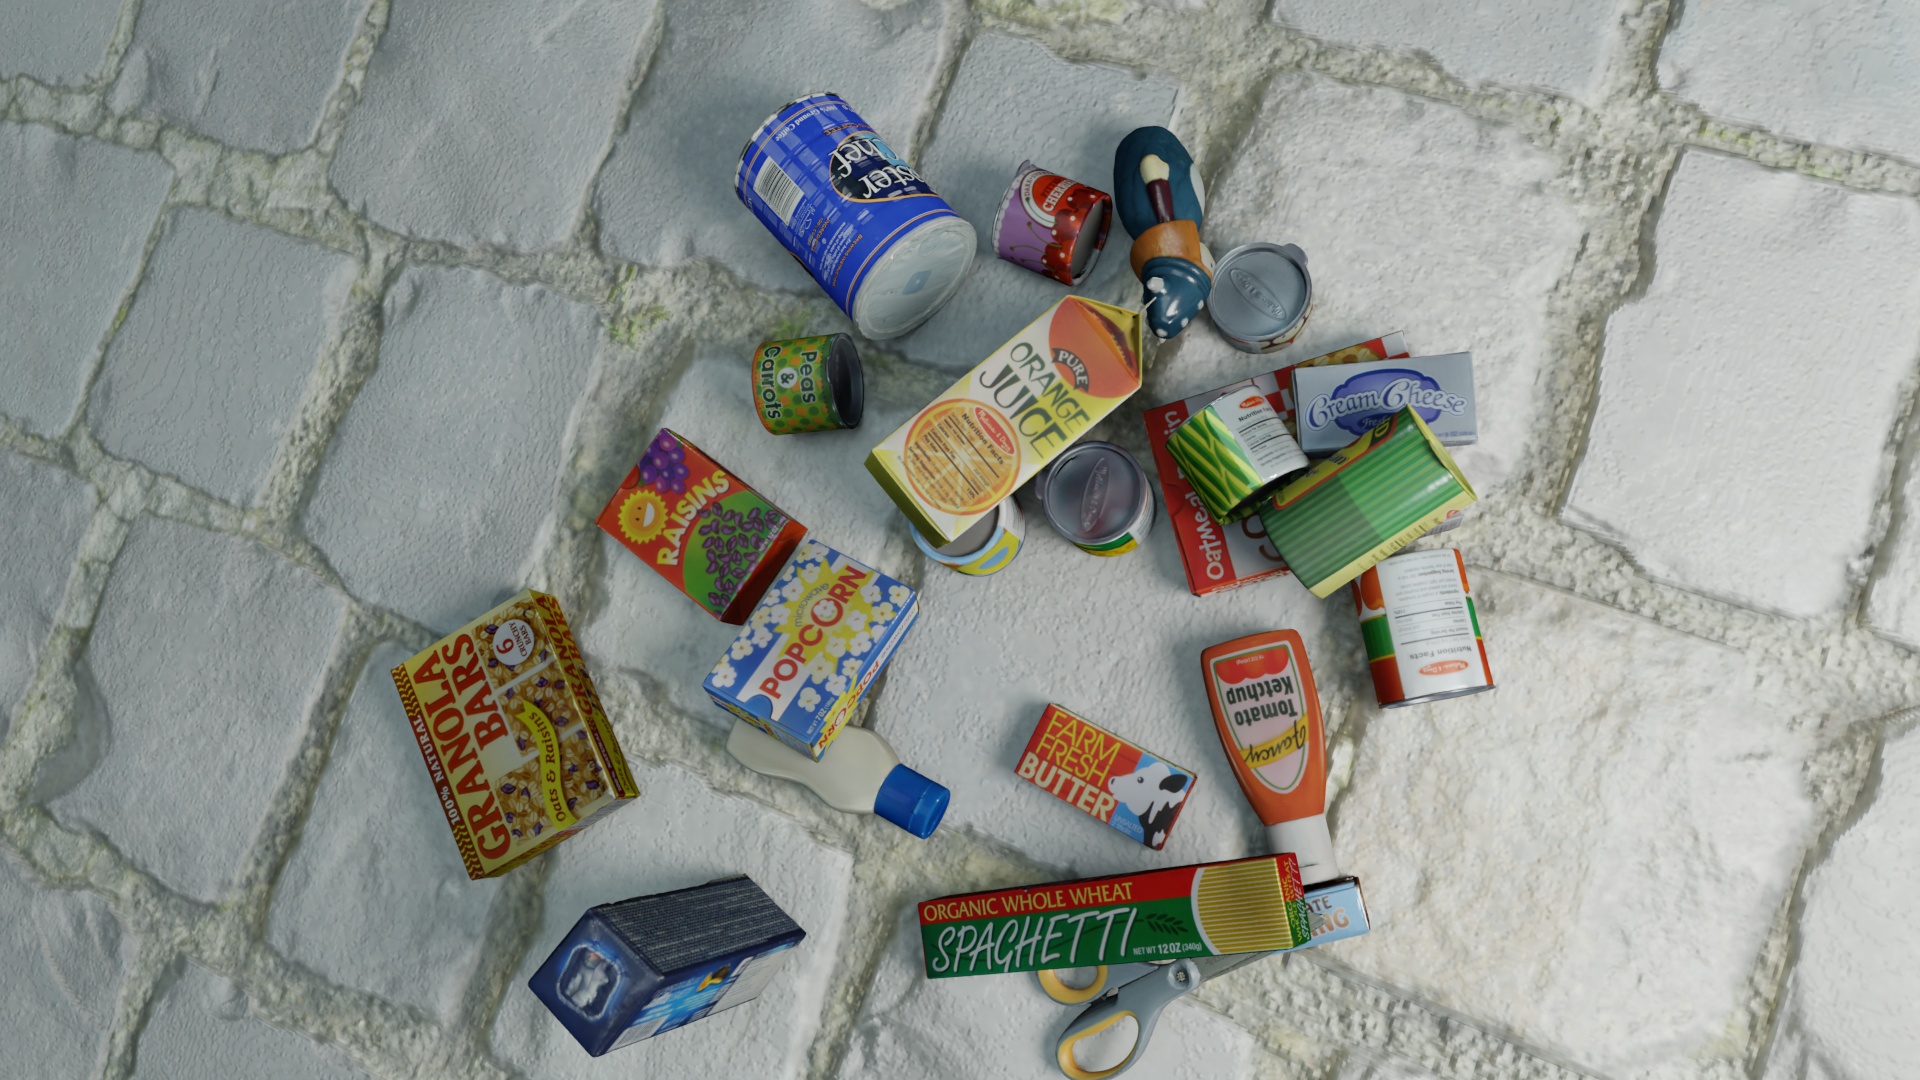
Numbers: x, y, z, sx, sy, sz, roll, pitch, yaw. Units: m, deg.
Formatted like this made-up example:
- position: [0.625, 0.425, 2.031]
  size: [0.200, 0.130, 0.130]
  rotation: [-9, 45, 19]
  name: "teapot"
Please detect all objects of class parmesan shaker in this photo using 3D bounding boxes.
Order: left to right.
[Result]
- position: [0.229, -0.021, 0.788]
  size: [0.103, 0.071, 0.071]
  rotation: [-36, 72, 20]
  name: "parmesan shaker"

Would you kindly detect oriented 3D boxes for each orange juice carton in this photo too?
- position: [0.039, -0.083, 0.844]
  size: [0.193, 0.071, 0.073]
  rotation: [-40, 92, -9]
  name: "orange juice carton"

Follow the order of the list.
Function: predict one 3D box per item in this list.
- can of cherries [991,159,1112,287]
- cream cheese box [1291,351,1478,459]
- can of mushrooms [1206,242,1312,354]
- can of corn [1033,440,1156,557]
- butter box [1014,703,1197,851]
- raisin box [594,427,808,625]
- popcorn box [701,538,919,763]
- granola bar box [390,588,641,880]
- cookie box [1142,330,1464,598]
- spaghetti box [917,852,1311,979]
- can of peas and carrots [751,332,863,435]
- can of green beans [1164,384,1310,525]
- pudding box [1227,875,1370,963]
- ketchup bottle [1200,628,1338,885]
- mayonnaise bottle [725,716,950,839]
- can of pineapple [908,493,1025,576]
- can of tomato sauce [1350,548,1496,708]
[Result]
- position: [0.062, -0.211, 0.923]
  size: [0.058, 0.071, 0.071]
  rotation: [26, 88, 18]
  name: "can of cherries"
- position: [0.252, -0.080, 0.828]
  size: [0.104, 0.024, 0.053]
  rotation: [-4, 78, 13]
  name: "cream cheese box"
- position: [0.195, -0.157, 0.895]
  size: [0.071, 0.033, 0.071]
  rotation: [-3, 79, 16]
  name: "can of mushrooms"
- position: [0.087, -0.026, 0.887]
  size: [0.071, 0.058, 0.071]
  rotation: [-3, 80, 15]
  name: "can of corn"
- position: [0.091, 0.147, 0.872]
  size: [0.103, 0.024, 0.053]
  rotation: [26, 87, 18]
  name: "butter box"
- position: [-0.182, -0.010, 0.969]
  size: [0.123, 0.040, 0.086]
  rotation: [35, 91, 19]
  name: "raisin box"
- position: [-0.095, 0.070, 0.908]
  size: [0.085, 0.038, 0.127]
  rotation: [26, 64, 17]
  name: "popcorn box"
- position: [-0.314, 0.136, 0.979]
  size: [0.124, 0.039, 0.166]
  rotation: [-30, 74, 8]
  name: "granola bar box"
- position: [0.210, -0.045, 0.866]
  size: [0.167, 0.040, 0.123]
  rotation: [-17, 76, 12]
  name: "cookie box"
- position: [0.081, 0.224, 0.817]
  size: [0.249, 0.029, 0.050]
  rotation: [-16, 75, 32]
  name: "spaghetti box"
- position: [-0.105, -0.107, 0.949]
  size: [0.059, 0.071, 0.071]
  rotation: [-4, 79, 15]
  name: "can of peas and carrots"
- position: [0.164, -0.050, 0.823]
  size: [0.071, 0.071, 0.058]
  rotation: [-33, 74, 8]
  name: "can of green beans"
- position: [0.196, 0.222, 0.816]
  size: [0.083, 0.049, 0.030]
  rotation: [-17, 78, 12]
  name: "pudding box"
- position: [0.192, 0.131, 0.838]
  size: [0.064, 0.043, 0.149]
  rotation: [-15, 77, 13]
  name: "ketchup bottle"
- position: [-0.079, 0.146, 0.911]
  size: [0.148, 0.041, 0.065]
  rotation: [25, 81, 17]
  name: "mayonnaise bottle"
- position: [0.003, -0.011, 0.908]
  size: [0.071, 0.058, 0.071]
  rotation: [-3, 80, 15]
  name: "can of pineapple"
- position: [0.271, 0.053, 0.820]
  size: [0.071, 0.071, 0.083]
  rotation: [-13, 77, 13]
  name: "can of tomato sauce"
